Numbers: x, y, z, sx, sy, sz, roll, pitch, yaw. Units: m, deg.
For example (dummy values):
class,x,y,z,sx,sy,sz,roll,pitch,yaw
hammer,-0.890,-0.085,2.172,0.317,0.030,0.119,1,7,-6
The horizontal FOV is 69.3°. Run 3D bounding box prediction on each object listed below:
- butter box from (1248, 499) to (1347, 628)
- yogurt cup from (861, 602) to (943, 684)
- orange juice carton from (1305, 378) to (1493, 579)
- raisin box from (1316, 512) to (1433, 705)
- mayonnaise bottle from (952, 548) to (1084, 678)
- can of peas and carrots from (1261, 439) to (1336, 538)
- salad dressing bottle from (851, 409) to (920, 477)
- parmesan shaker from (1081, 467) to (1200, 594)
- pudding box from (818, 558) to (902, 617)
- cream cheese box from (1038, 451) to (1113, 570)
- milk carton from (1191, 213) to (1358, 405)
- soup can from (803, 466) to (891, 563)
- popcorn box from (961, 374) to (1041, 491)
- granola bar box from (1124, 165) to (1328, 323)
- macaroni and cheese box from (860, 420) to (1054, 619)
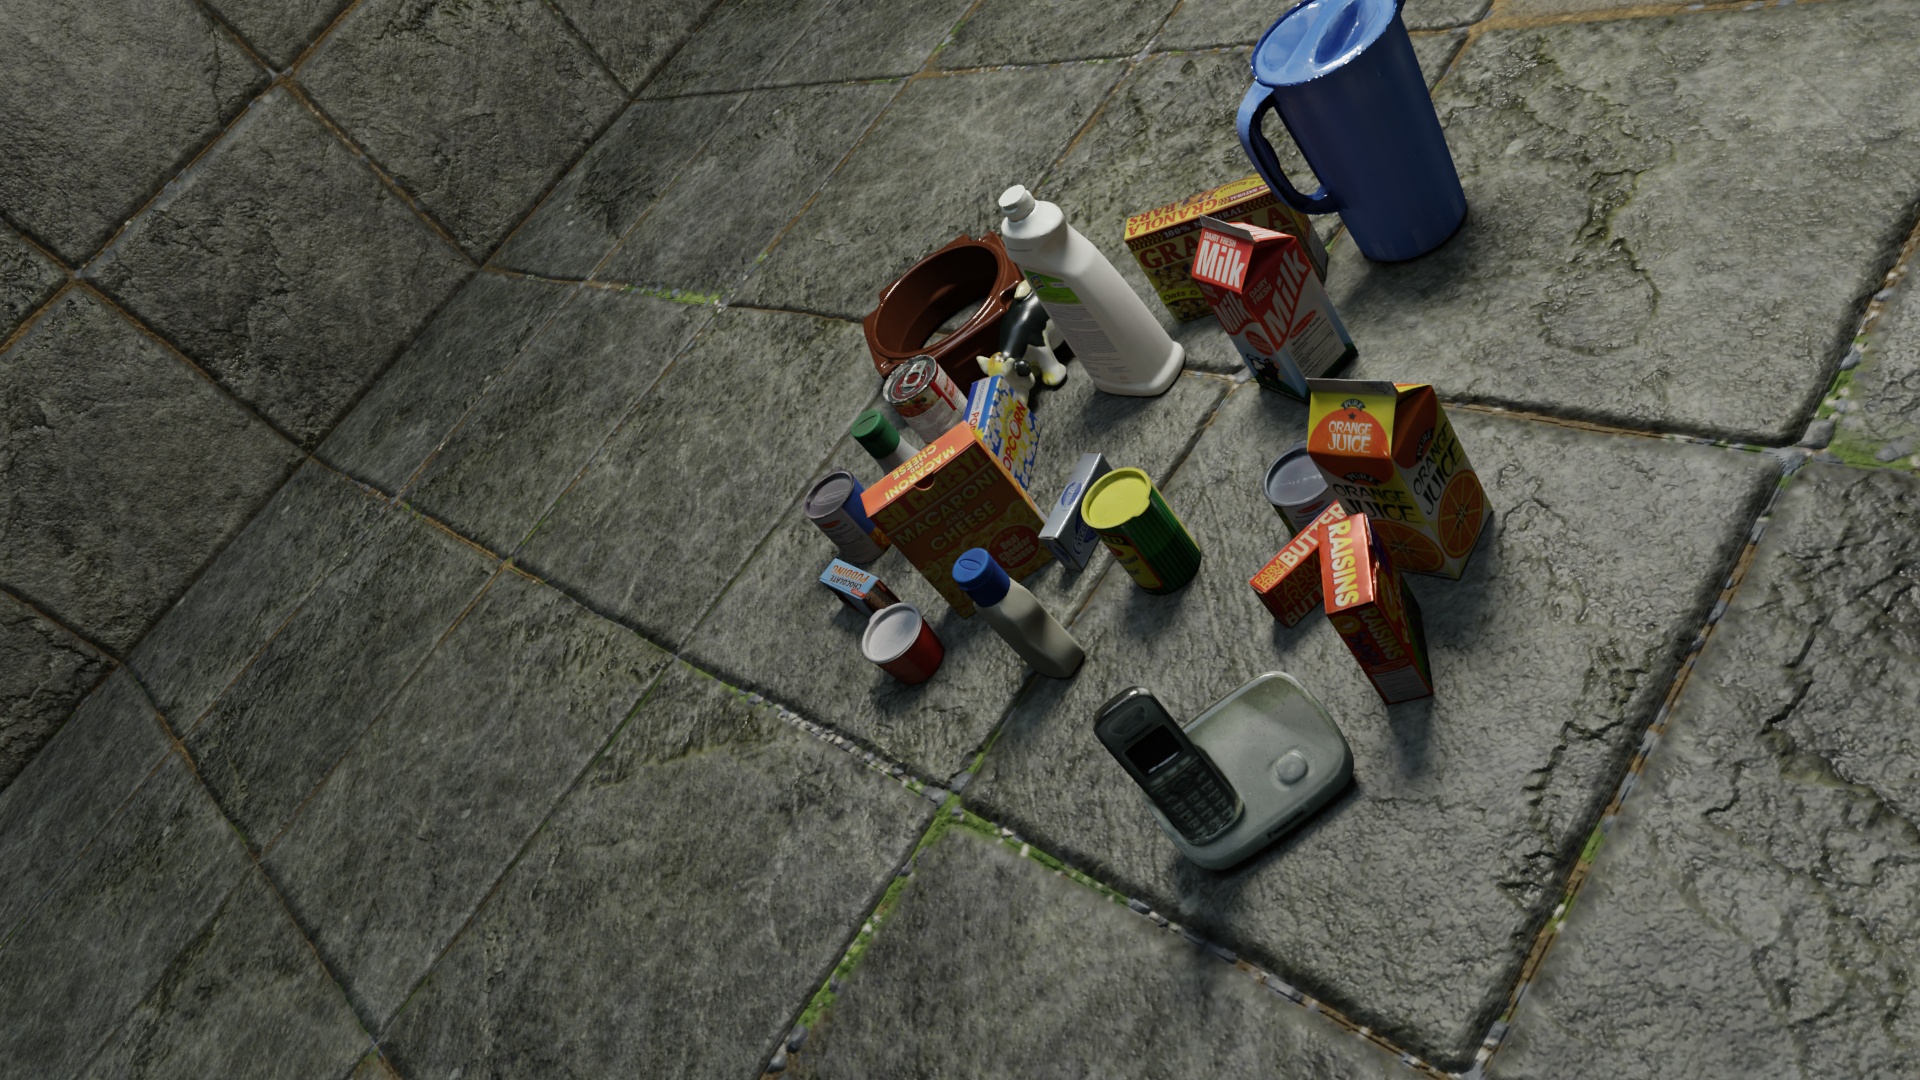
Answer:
class,x,y,z,sx,sy,sz,roll,pitch,yaw
butter box,0.285,0.019,1.120,0.103,0.053,0.024,-43,37,-1
yogurt cup,-0.053,0.102,1.333,0.072,0.053,0.073,-24,41,22
orange juice carton,0.326,-0.058,1.045,0.072,0.192,0.073,11,61,47
raisin box,0.303,0.051,1.014,0.040,0.123,0.086,-19,43,28
mayonnaise bottle,0.048,0.064,1.205,0.065,0.147,0.041,15,64,48
can of peas and carrots,0.295,-0.040,1.165,0.071,0.058,0.071,-24,41,22
salad dressing bottle,-0.057,-0.075,1.435,0.064,0.147,0.044,-29,39,16
parmesan shaker,0.161,-0.006,1.212,0.071,0.103,0.072,-24,41,22
pudding box,-0.103,0.053,1.430,0.084,0.049,0.030,21,69,50
cream cheese box,0.116,-0.028,1.314,0.024,0.053,0.104,5,57,44
milk carton,0.276,-0.217,1.249,0.073,0.190,0.072,-46,37,-5
soup can,-0.117,-0.027,1.493,0.071,0.083,0.072,-24,41,22
popcorn box,0.037,-0.096,1.425,0.038,0.085,0.127,-14,45,32
granola bar box,0.265,-0.291,1.387,0.165,0.124,0.039,-13,46,32
macaroni and cheese box,0.005,-0.016,1.307,0.123,0.166,0.040,-36,37,8
